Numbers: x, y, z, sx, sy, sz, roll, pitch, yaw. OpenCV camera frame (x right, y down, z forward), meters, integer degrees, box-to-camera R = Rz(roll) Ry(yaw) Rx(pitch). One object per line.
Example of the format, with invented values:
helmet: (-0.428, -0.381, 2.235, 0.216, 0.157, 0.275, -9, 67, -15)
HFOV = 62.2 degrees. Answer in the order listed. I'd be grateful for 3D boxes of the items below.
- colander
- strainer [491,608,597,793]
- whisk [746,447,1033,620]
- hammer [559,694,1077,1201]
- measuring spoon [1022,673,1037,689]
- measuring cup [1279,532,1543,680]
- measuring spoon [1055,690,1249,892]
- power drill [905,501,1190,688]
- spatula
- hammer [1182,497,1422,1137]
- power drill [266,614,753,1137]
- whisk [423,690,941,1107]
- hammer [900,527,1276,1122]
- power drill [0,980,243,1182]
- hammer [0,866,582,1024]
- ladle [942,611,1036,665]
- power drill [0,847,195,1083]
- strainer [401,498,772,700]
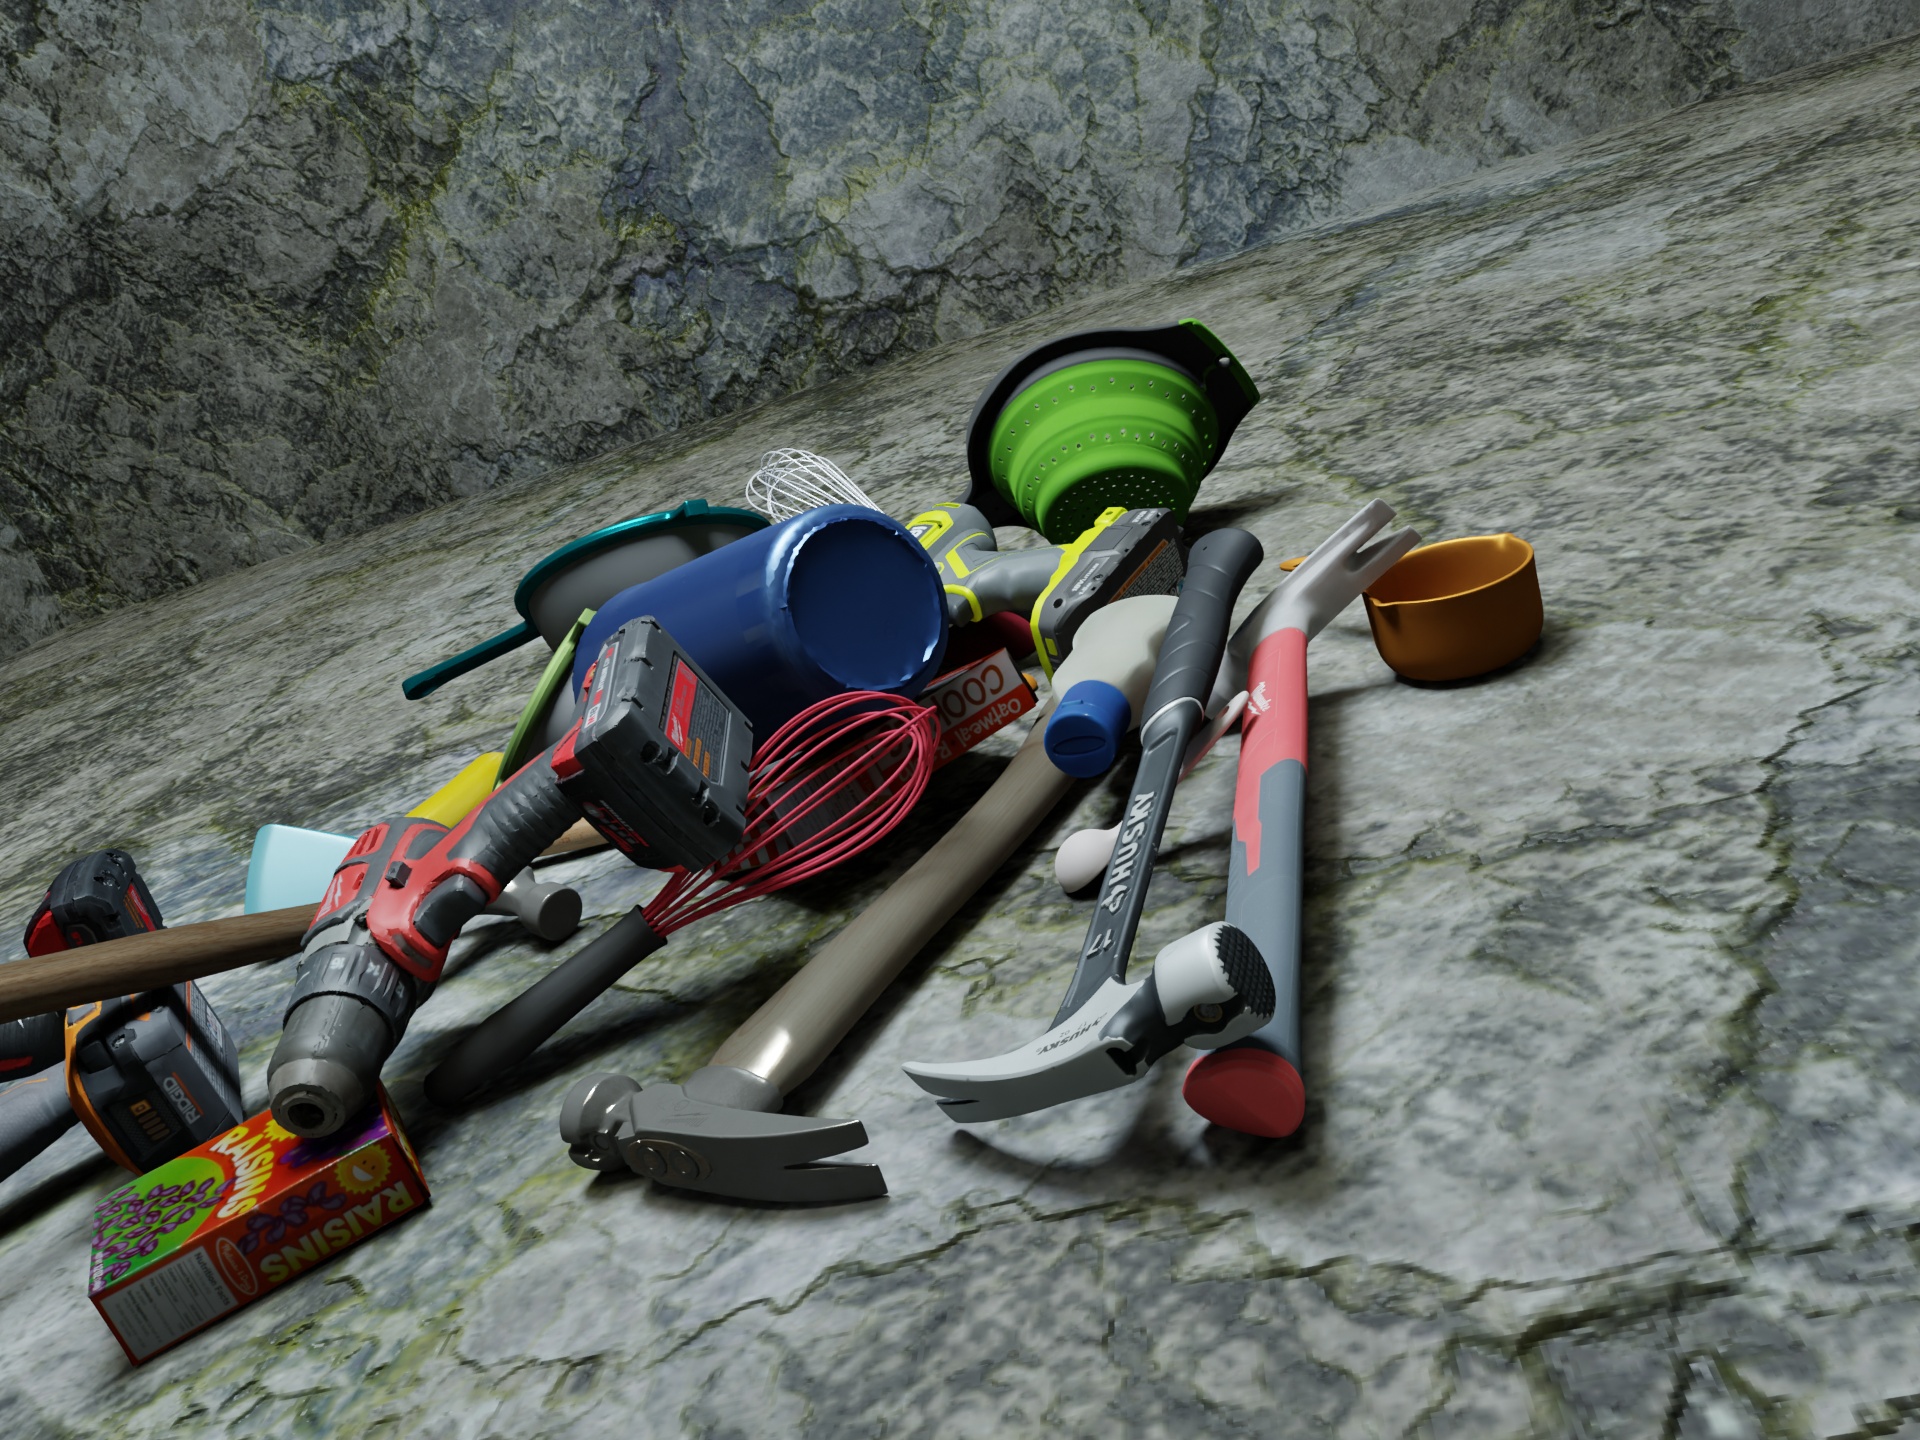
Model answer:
colander: (0.044, -0.150, 1.217, 0.397, 0.204, 0.095, -27, 49, 27)
strainer: (-0.262, 0.005, 1.142, 0.151, 0.069, 0.256, -64, 5, -2)
whisk: (-0.054, -0.139, 1.207, 0.285, 0.070, 0.070, 30, 46, 30)
hammer: (0.000, 0.074, 0.743, 0.146, 0.038, 0.411, -4, 24, 34)
measuring spoon: (-0.002, -0.003, 0.987, 0.117, 0.011, 0.021, -28, 21, -22)
measuring cup: (0.237, -0.062, 0.864, 0.095, 0.052, 0.174, -28, 19, -22)
measuring spoon: (0.086, 0.029, 0.731, 0.124, 0.018, 0.034, -47, 10, 2)
power drill: (0.015, -0.070, 1.009, 0.229, 0.080, 0.190, 5, 39, 39)
spatula: (-0.292, 0.078, 0.992, 0.317, 0.044, 0.082, -13, 59, 10)
hammer: (0.141, 0.025, 0.670, 0.143, 0.038, 0.386, -45, 11, 28)
power drill: (-0.205, 0.071, 0.702, 0.226, 0.080, 0.188, -34, 26, 14)
whisk: (-0.129, 0.083, 0.742, 0.296, 0.073, 0.073, -38, 21, -4)
hammer: (0.085, 0.016, 0.687, 0.149, 0.036, 0.409, -32, 17, 31)
power drill: (-0.463, 0.214, 0.745, 0.226, 0.084, 0.164, -29, 24, -17)
hammer: (-0.361, 0.109, 0.793, 0.130, 0.031, 0.331, 15, 15, 37)
ladle: (-0.080, -0.048, 1.163, 0.315, 0.031, 0.069, -6, 24, 37)
power drill: (-0.562, 0.161, 0.884, 0.219, 0.143, 0.079, -21, 22, -12)
strainer: (-0.292, -0.057, 1.267, 0.340, 0.095, 0.211, -23, -12, 12)
